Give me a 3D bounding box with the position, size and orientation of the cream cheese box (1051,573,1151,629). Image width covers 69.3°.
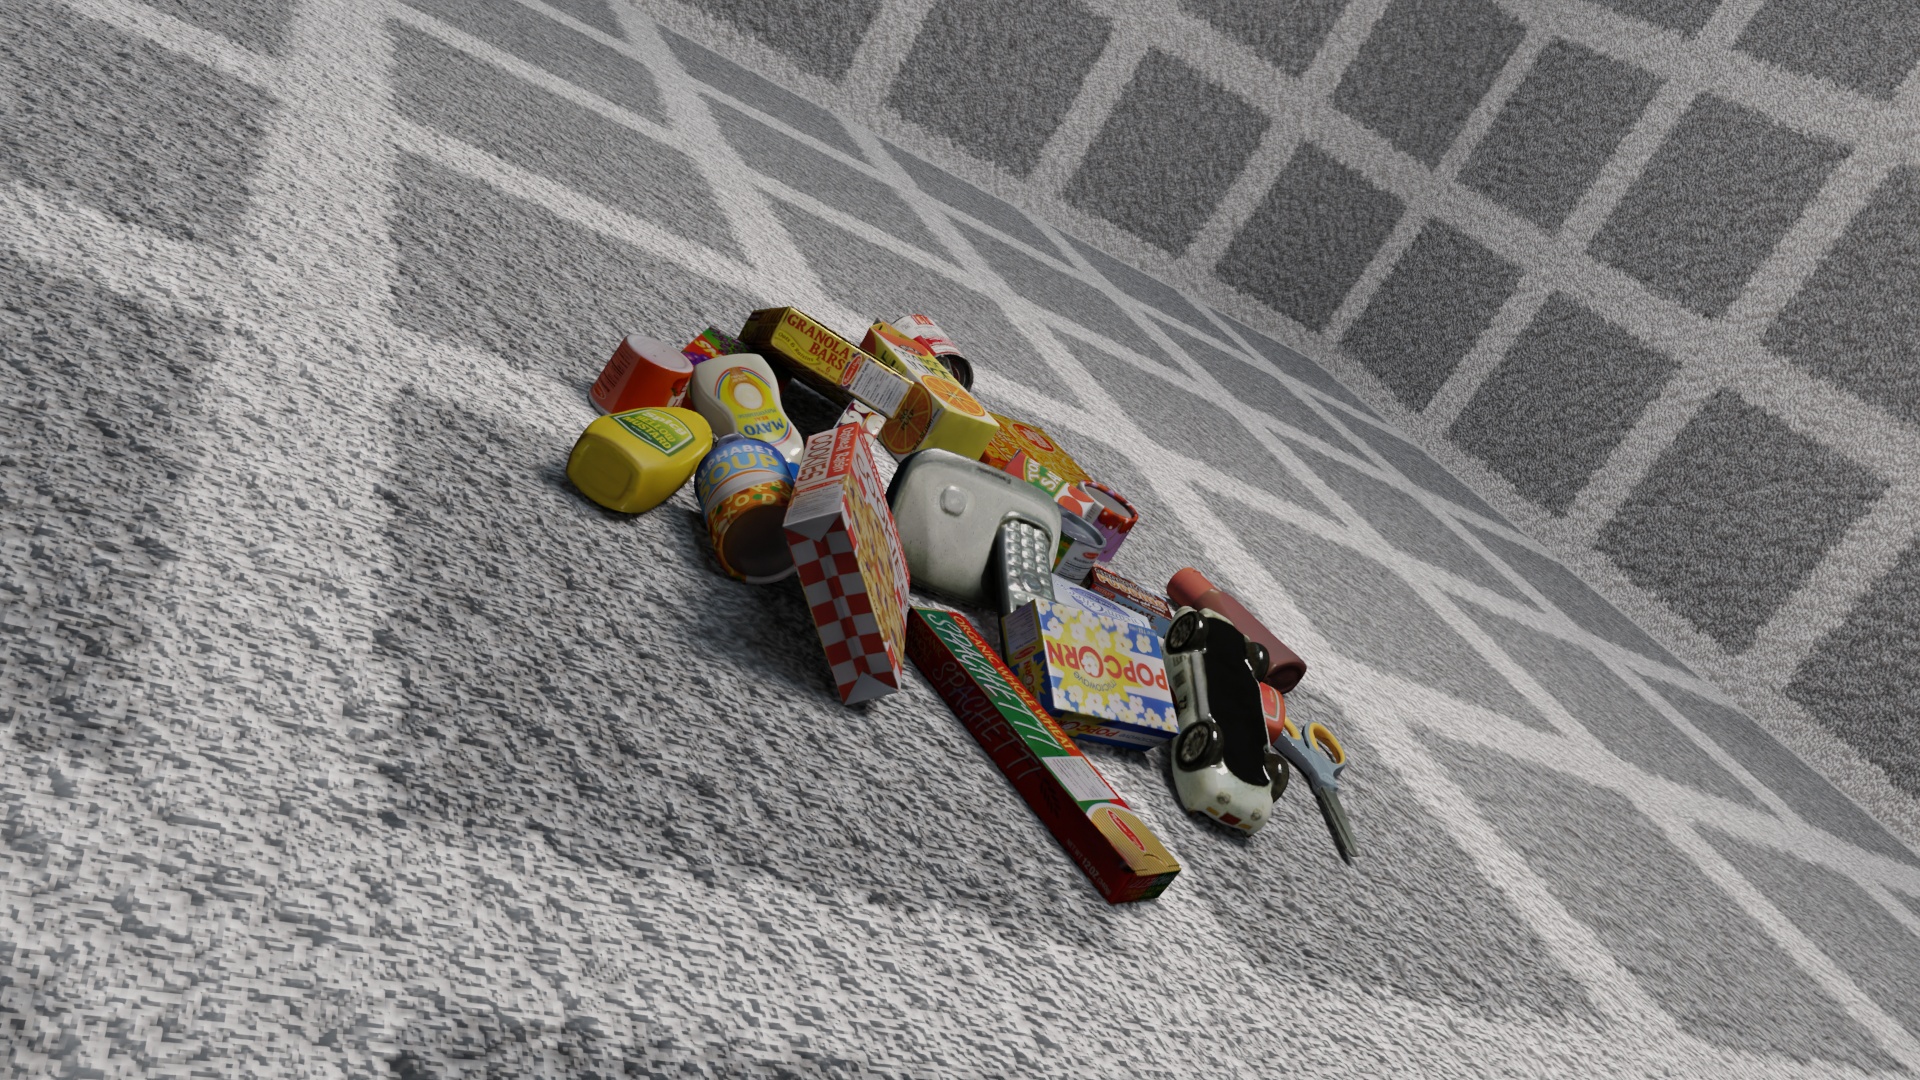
[{"bbox_3d":[0.111,0.065,1.149,0.104,0.024,0.053,25,22,-17],"label":"cream cheese box"}]

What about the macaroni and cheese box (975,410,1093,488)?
[{"bbox_3d":[0.048,-0.082,1.384,0.166,0.040,0.124,13,27,-44],"label":"macaroni and cheese box"}]

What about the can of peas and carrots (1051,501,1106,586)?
[{"bbox_3d":[0.081,0.008,1.189,0.071,0.058,0.071,28,19,-10],"label":"can of peas and carrots"}]

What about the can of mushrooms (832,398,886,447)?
[{"bbox_3d":[-0.091,-0.078,1.136,0.033,0.070,0.071,31,19,-5],"label":"can of mushrooms"}]

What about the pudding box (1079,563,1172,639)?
[{"bbox_3d":[0.141,0.055,1.209,0.084,0.030,0.050,28,19,-12],"label":"pudding box"}]

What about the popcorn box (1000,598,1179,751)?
[{"bbox_3d":[0.092,0.096,0.979,0.127,0.038,0.085,16,52,-37],"label":"popcorn box"}]

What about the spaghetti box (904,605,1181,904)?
[{"bbox_3d":[0.043,0.130,0.887,0.050,0.028,0.251,10,29,-46],"label":"spaghetti box"}]

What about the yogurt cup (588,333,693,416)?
[{"bbox_3d":[-0.234,-0.117,1.031,0.072,0.053,0.073,27,19,-10],"label":"yogurt cup"}]

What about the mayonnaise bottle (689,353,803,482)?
[{"bbox_3d":[-0.149,-0.074,1.031,0.065,0.041,0.148,-14,58,-27],"label":"mayonnaise bottle"}]

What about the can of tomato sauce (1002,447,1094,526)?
[{"bbox_3d":[0.070,-0.033,1.255,0.083,0.071,0.071,34,19,5],"label":"can of tomato sauce"}]

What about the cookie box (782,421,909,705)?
[{"bbox_3d":[-0.068,0.009,0.889,0.168,0.040,0.122,-90,165,-68],"label":"cookie box"}]

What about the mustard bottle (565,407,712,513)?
[{"bbox_3d":[-0.207,-0.063,0.949,0.065,0.048,0.161,34,20,2],"label":"mustard bottle"}]

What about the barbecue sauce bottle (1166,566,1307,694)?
[{"bbox_3d":[0.251,0.081,1.288,0.065,0.043,0.149,11,28,-46],"label":"barbecue sauce bottle"}]

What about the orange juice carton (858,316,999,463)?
[{"bbox_3d":[-0.053,-0.139,1.324,0.073,0.071,0.193,13,27,-44],"label":"orange juice carton"}]

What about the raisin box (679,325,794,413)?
[{"bbox_3d":[-0.192,-0.130,1.146,0.086,0.040,0.124,30,18,-7],"label":"raisin box"}]

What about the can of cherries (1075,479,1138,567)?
[{"bbox_3d":[0.128,-0.016,1.315,0.071,0.058,0.072,27,20,-11],"label":"can of cherries"}]

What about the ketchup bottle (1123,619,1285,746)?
[{"bbox_3d":[0.188,0.114,1.117,0.149,0.043,0.065,28,27,-8],"label":"ketchup bottle"}]

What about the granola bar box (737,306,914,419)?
[{"bbox_3d":[-0.121,-0.156,1.212,0.124,0.039,0.165,31,-3,-20],"label":"granola bar box"}]

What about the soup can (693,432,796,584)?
[{"bbox_3d":[-0.138,-0.022,0.922,0.071,0.071,0.084,20,23,-31],"label":"soup can"}]
